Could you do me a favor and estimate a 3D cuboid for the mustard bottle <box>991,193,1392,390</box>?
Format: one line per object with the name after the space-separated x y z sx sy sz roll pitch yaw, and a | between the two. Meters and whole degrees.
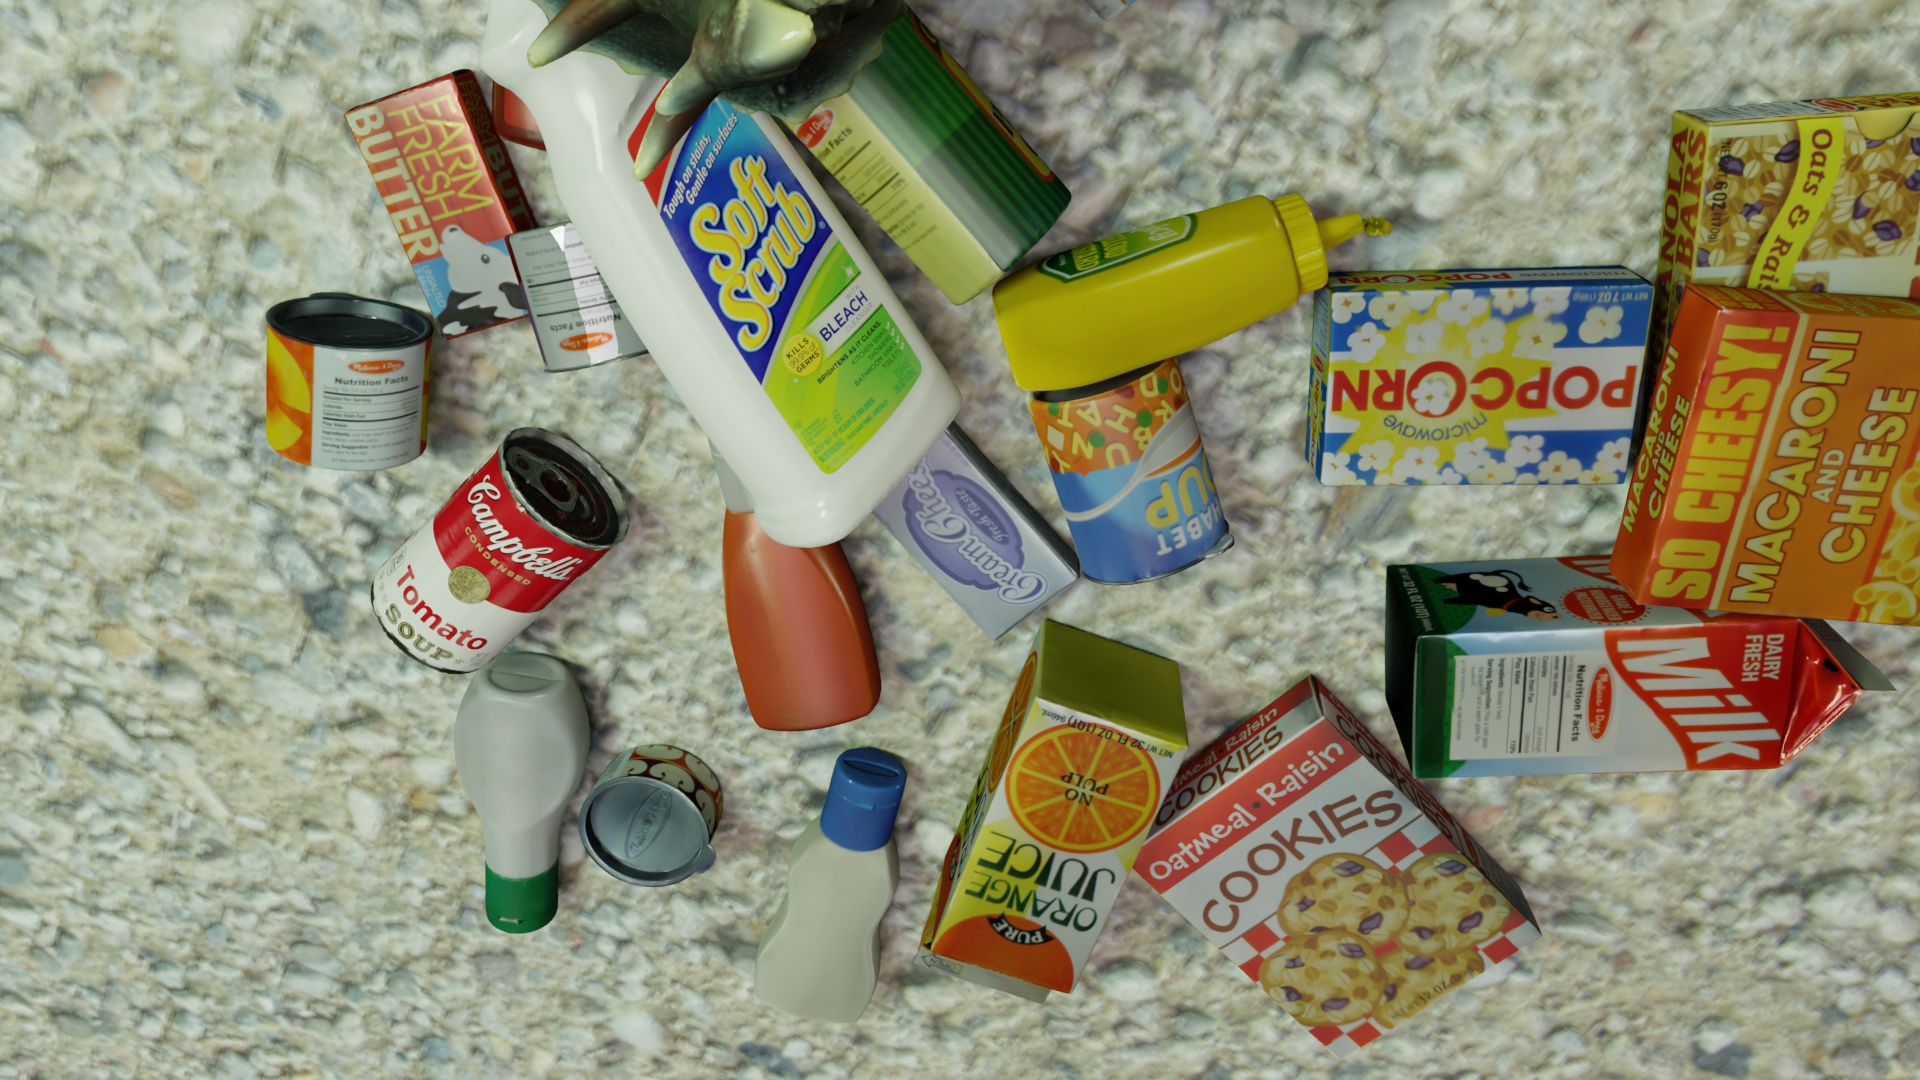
0.093 -0.106 0.560 0.160 0.065 0.048 -18 115 6 | mustard bottle

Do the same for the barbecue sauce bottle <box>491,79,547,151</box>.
-0.144 -0.226 0.538 0.065 0.044 0.147 9 114 -8 | barbecue sauce bottle

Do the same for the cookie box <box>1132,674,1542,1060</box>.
0.178 0.162 0.678 0.122 0.040 0.167 -41 105 19 | cookie box

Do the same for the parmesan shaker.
-0.014 -0.152 0.549 0.071 0.071 0.103 -39 106 19 | parmesan shaker

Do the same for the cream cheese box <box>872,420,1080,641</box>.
0.002 -0.008 0.629 0.053 0.024 0.103 -38 105 19 | cream cheese box

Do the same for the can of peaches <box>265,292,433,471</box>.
-0.267 -0.070 0.607 0.071 0.071 0.057 13 114 0 | can of peaches

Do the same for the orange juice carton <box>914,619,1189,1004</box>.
0.039 0.143 0.664 0.072 0.073 0.191 19 114 -3 | orange juice carton

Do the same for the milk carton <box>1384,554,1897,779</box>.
0.288 0.052 0.603 0.190 0.072 0.073 -3 113 8 | milk carton

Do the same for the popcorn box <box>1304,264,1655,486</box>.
0.212 -0.068 0.576 0.127 0.038 0.085 0 114 6 | popcorn box

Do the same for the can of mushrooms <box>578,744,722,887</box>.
-0.154 0.140 0.702 0.071 0.033 0.070 2 113 4 | can of mushrooms

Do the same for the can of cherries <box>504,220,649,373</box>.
-0.148 -0.106 0.578 0.071 0.072 0.058 -11 106 10 | can of cherries

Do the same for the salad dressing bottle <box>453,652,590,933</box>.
-0.221 0.130 0.699 0.064 0.044 0.147 9 115 -1 | salad dressing bottle

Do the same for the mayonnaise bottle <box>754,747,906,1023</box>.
-0.061 0.176 0.706 0.065 0.041 0.147 15 113 -3 | mayonnaise bottle

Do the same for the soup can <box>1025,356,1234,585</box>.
0.073 -0.033 0.587 0.071 0.071 0.083 -16 111 12 | soup can

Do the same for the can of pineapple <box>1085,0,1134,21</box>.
0.060 -0.234 0.503 0.071 0.071 0.058 -40 105 19 | can of pineapple

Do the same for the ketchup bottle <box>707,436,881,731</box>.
-0.081 0.014 0.636 0.065 0.044 0.148 -8 112 8 | ketchup bottle

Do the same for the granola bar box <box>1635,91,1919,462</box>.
0.346 -0.089 0.554 0.124 0.039 0.164 -3 113 6 | granola bar box

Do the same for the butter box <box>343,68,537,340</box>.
-0.214 -0.142 0.592 0.053 0.024 0.103 -13 111 11 | butter box

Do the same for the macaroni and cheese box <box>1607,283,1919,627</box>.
0.352 -0.030 0.535 0.166 0.040 0.123 4 114 3 | macaroni and cheese box
